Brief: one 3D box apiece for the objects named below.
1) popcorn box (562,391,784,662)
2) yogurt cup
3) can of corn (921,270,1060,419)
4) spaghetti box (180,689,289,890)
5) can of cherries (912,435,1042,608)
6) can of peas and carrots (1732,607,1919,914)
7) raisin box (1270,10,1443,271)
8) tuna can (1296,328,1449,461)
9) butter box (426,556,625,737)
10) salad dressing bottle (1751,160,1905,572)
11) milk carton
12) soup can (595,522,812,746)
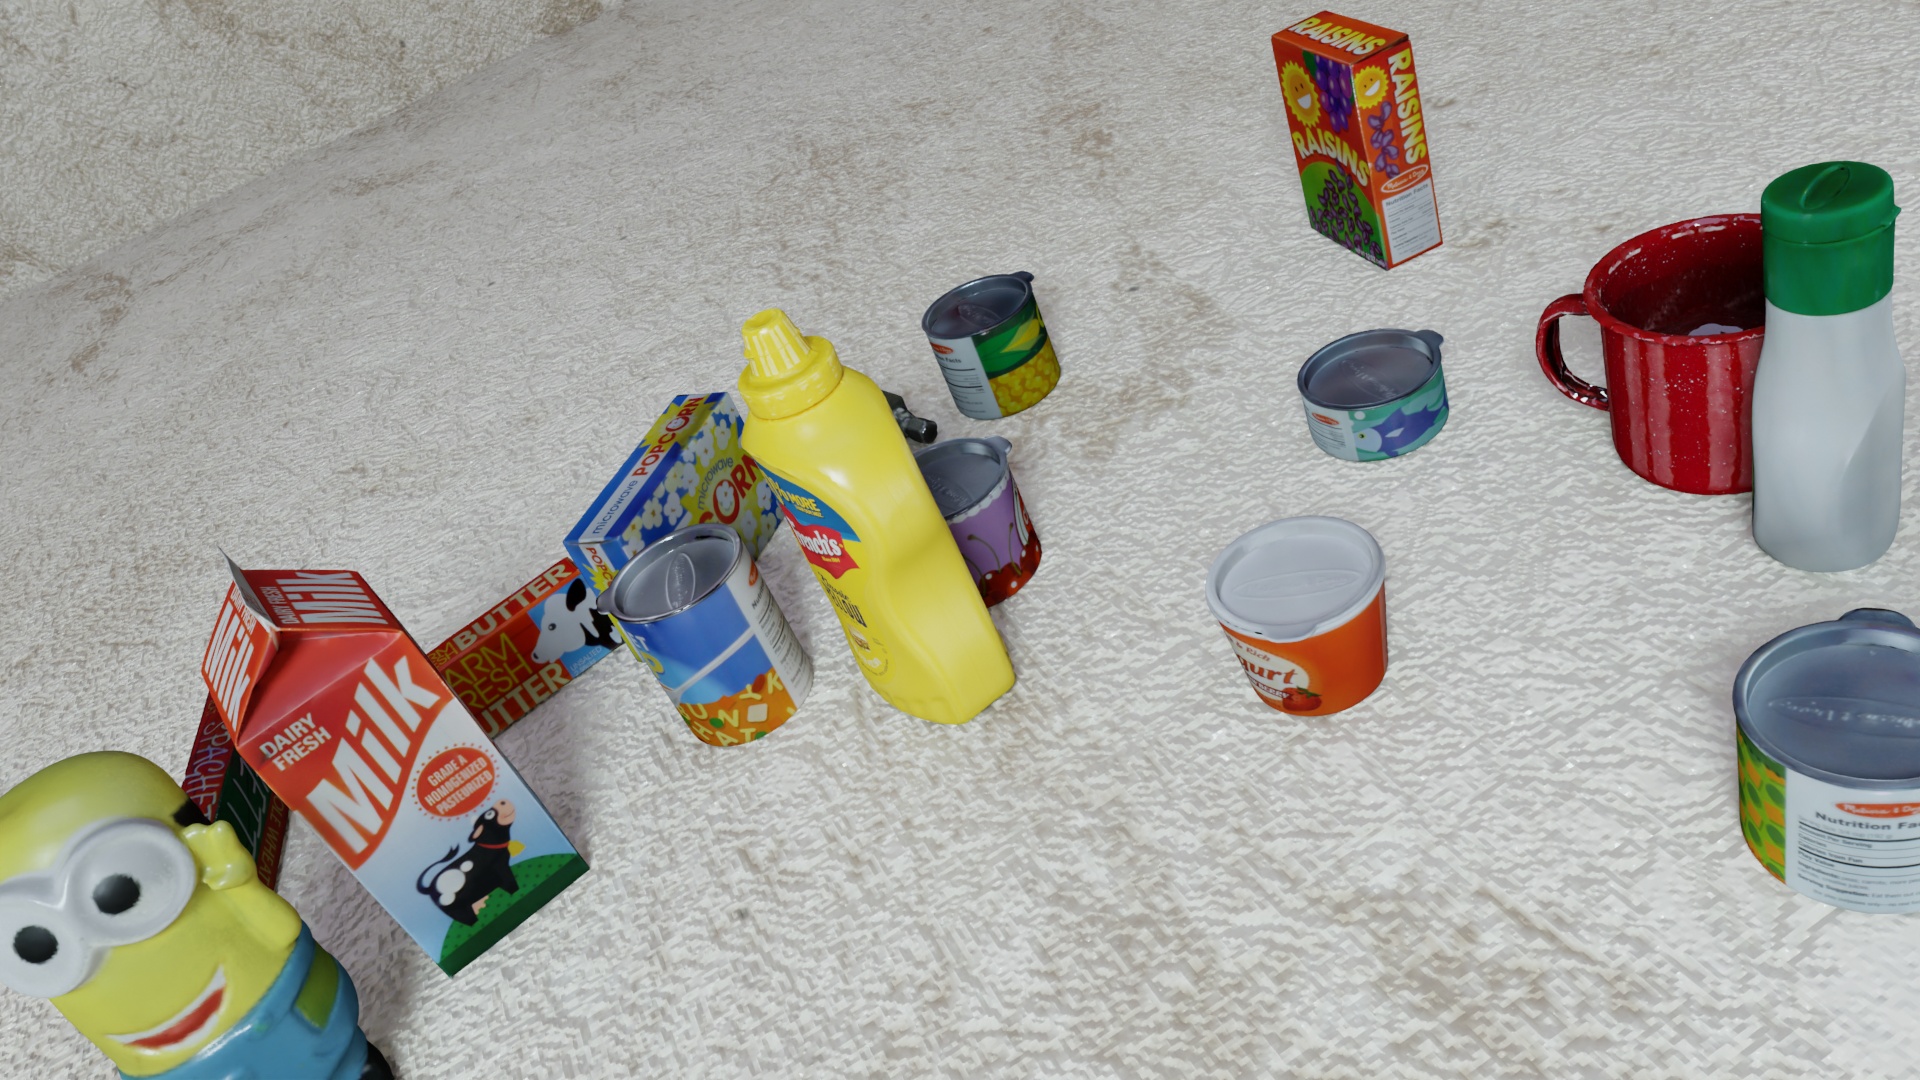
[{"bbox_3d":[-0.146,-0.008,0.732,0.038,0.085,0.127,-4,39,27],"label":"popcorn box"},{"bbox_3d":[0.134,0.031,0.541,0.072,0.053,0.073,-16,35,11],"label":"yogurt cup"},{"bbox_3d":[0.020,-0.112,0.799,0.071,0.058,0.071,-16,35,11],"label":"can of corn"},{"bbox_3d":[-0.357,0.149,0.675,0.029,0.050,0.251,-26,34,-3],"label":"spaghetti box"},{"bbox_3d":[0.002,-0.008,0.668,0.071,0.058,0.072,-16,35,11],"label":"can of cherries"},{"bbox_3d":[0.267,0.065,0.412,0.071,0.058,0.071,-16,35,11],"label":"can of peas and carrots"},{"bbox_3d":[0.221,-0.223,0.772,0.040,0.123,0.086,-26,34,-4],"label":"raisin box"},{"bbox_3d":[0.198,-0.070,0.659,0.071,0.032,0.071,-16,35,11],"label":"tuna can"},{"bbox_3d":[-0.230,0.060,0.718,0.104,0.053,0.024,-37,36,-20],"label":"butter box"},{"bbox_3d":[0.299,-0.057,0.479,0.064,0.147,0.044,-42,38,-25],"label":"salad dressing bottle"},{"bbox_3d":[-0.239,0.083,0.569,0.074,0.189,0.072,-38,36,-20],"label":"milk carton"},{"bbox_3d":[-0.117,0.045,0.644,0.071,0.083,0.072,-16,35,12],"label":"soup can"}]
